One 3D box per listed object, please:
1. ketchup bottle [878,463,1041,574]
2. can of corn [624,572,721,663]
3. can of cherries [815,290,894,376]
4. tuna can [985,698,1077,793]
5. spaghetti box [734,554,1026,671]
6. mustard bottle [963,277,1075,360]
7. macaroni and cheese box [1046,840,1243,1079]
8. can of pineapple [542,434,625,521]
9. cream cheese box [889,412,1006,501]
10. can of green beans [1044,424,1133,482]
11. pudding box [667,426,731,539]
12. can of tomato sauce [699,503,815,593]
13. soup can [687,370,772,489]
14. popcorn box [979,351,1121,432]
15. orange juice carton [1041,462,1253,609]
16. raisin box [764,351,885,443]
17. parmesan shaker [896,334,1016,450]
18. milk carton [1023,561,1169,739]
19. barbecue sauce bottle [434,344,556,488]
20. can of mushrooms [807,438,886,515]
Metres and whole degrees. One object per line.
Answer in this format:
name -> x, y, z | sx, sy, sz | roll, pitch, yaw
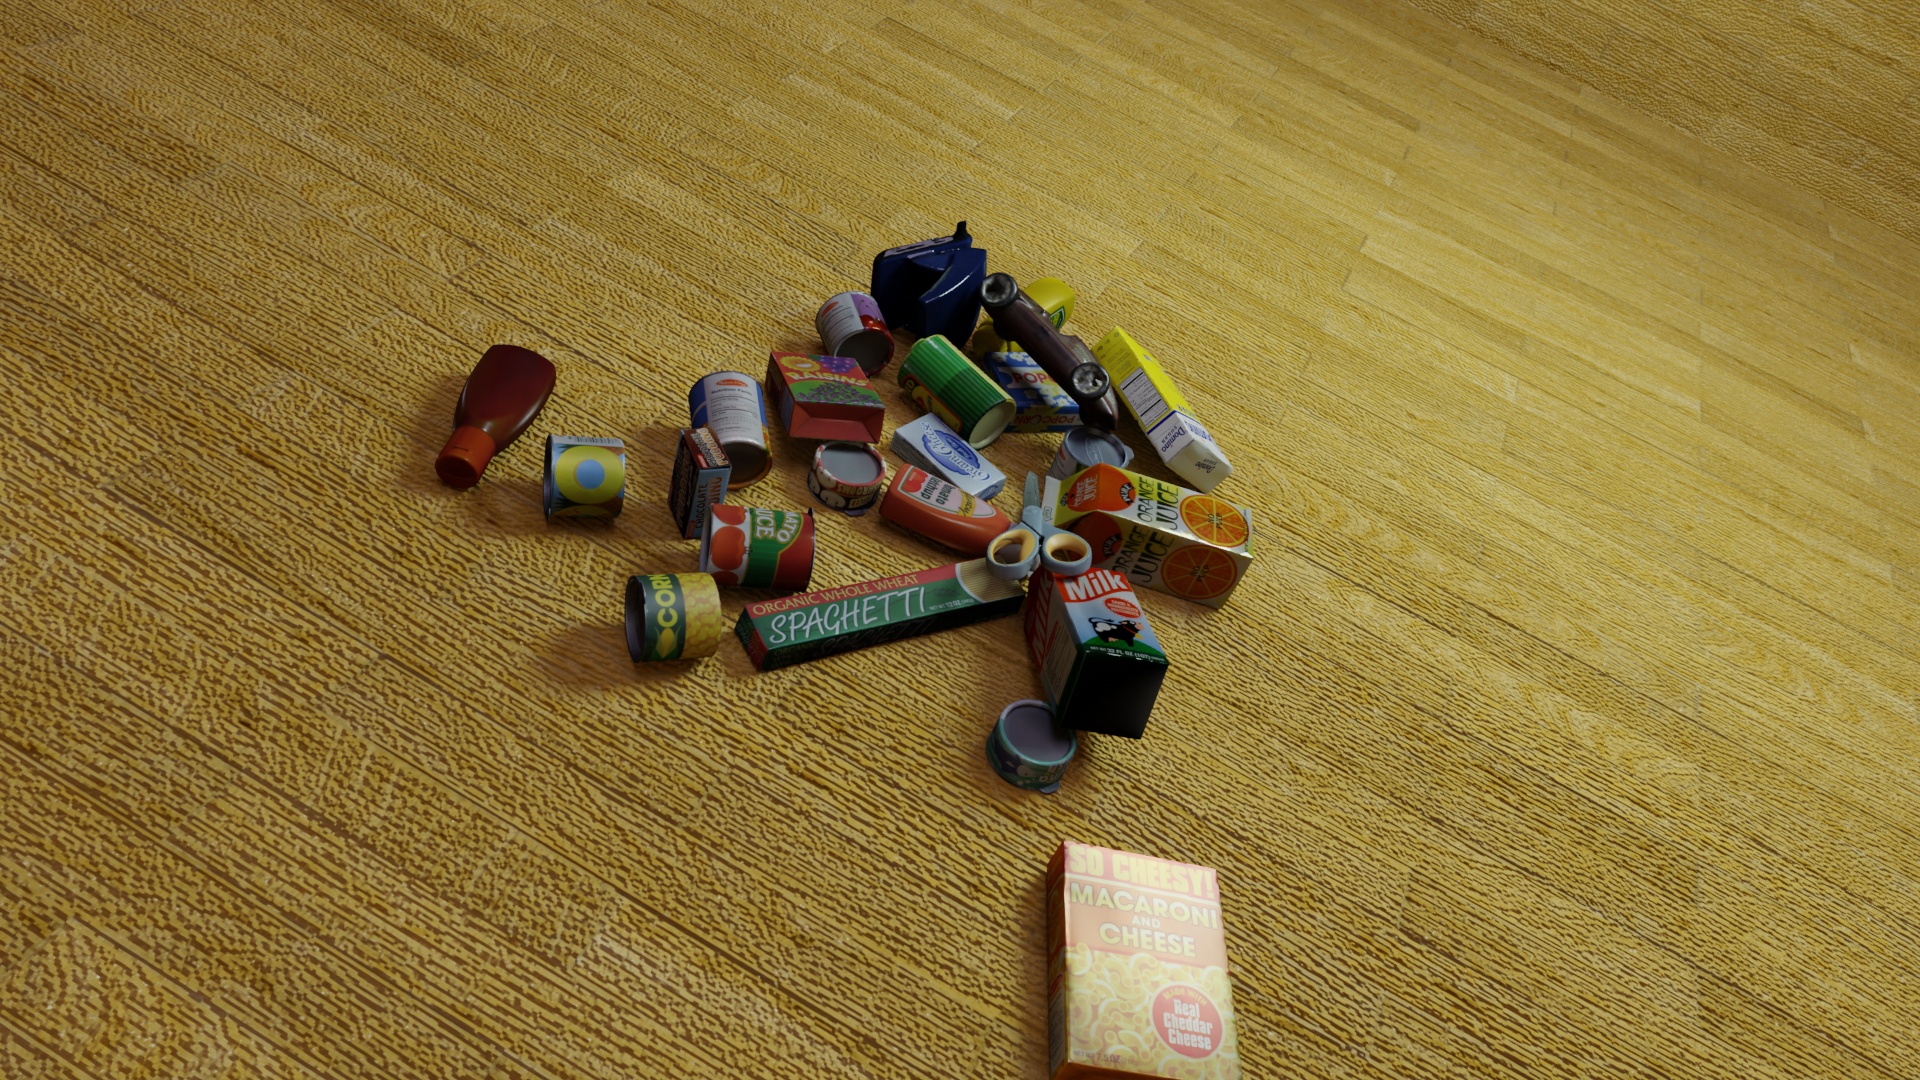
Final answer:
ketchup bottle -> 0.004, -0.016, 1.237 | 0.149, 0.043, 0.065 | 25, 32, 2
can of corn -> -0.216, 0.056, 1.045 | 0.058, 0.070, 0.071 | -2, 47, -26
can of cherries -> -0.102, -0.202, 1.371 | 0.071, 0.071, 0.058 | -3, 47, -26
tuna can -> 0.057, 0.160, 1.083 | 0.071, 0.032, 0.071 | 12, 42, -11
spaghetti box -> -0.061, 0.058, 1.143 | 0.251, 0.028, 0.050 | -11, 50, -32
mustard bottle -> 0.057, -0.224, 1.468 | 0.049, 0.065, 0.161 | 39, 52, 17
macaroni and cheese box -> 0.123, 0.298, 0.962 | 0.124, 0.040, 0.167 | 13, 43, -10
can of pineapple -> -0.305, -0.050, 1.123 | 0.058, 0.070, 0.071 | 2, 45, -22
cream cheese box -> -0.012, -0.074, 1.304 | 0.104, 0.024, 0.053 | 42, 48, 21
can of green beans -> 0.121, -0.068, 1.332 | 0.071, 0.057, 0.071 | 12, 42, -11
pudding box -> -0.216, -0.047, 1.144 | 0.030, 0.083, 0.050 | -7, 50, -29
can of tomato sauce -> -0.164, 0.005, 1.122 | 0.083, 0.070, 0.071 | 6, 44, -18
soup can -> -0.201, -0.094, 1.213 | 0.071, 0.071, 0.084 | 3, 50, -21
popcorn box -> 0.090, -0.152, 1.422 | 0.127, 0.038, 0.085 | -3, 48, -26
orange juice carton -> 0.166, -0.010, 1.280 | 0.193, 0.072, 0.072 | 17, 42, -6
raisin box -> -0.126, -0.133, 1.280 | 0.086, 0.040, 0.124 | 2, 28, -20
parmesan shaker -> -0.004, -0.144, 1.348 | 0.071, 0.071, 0.103 | -25, 60, -40
milk carton -> 0.104, 0.076, 1.143 | 0.072, 0.073, 0.191 | 10, 25, -15
barbecue sauce bottle -> -0.391, -0.104, 1.158 | 0.065, 0.043, 0.149 | 17, 42, -6
can of mushrooms -> -0.100, -0.058, 1.244 | 0.071, 0.033, 0.071 | 13, 42, -12
